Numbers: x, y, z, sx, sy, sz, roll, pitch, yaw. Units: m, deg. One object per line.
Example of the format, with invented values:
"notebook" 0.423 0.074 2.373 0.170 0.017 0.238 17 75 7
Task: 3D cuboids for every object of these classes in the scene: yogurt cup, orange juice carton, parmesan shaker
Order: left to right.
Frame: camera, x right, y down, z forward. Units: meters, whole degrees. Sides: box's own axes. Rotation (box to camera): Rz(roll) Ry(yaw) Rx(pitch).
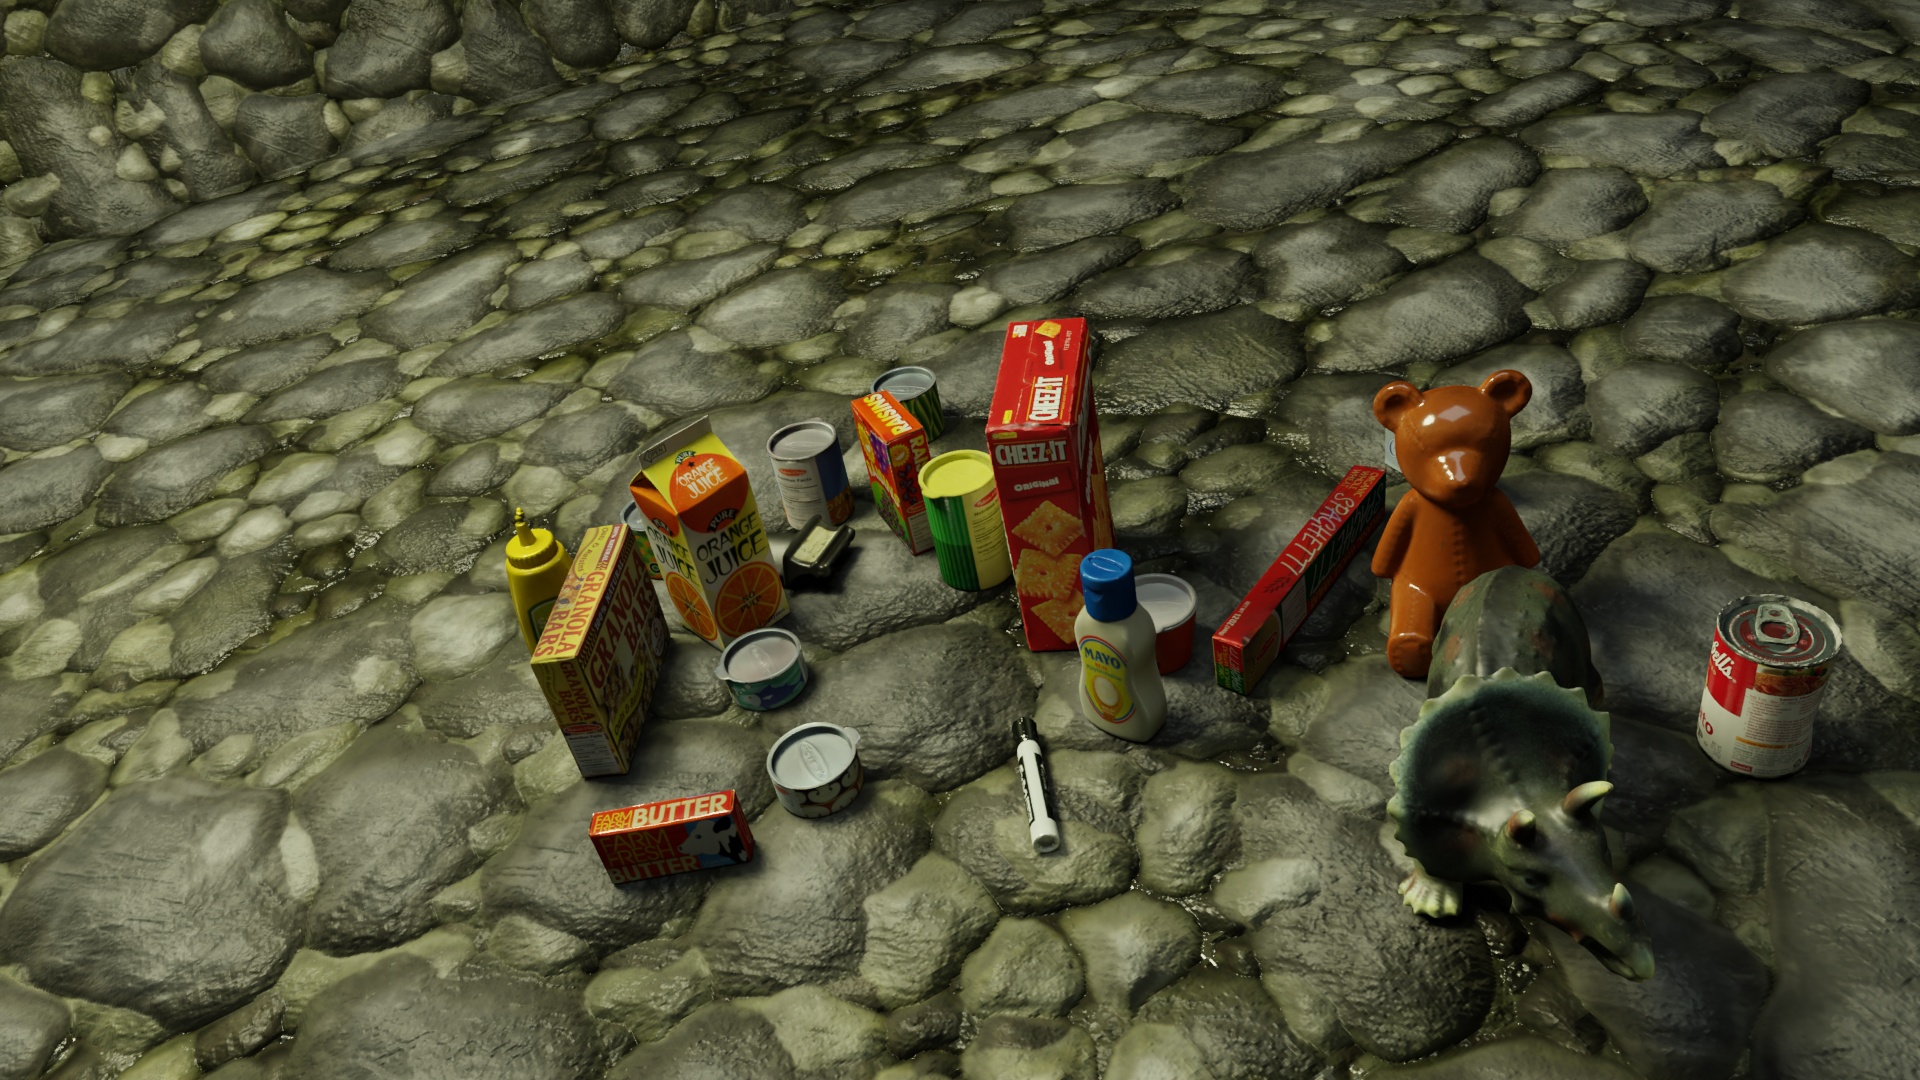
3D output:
"orange juice carton" -0.210 -0.008 1.147 0.072 0.191 0.073 -36 42 -30
"parmesan shaker" 0.004 -0.015 1.174 0.071 0.102 0.072 -8 36 6
"yogurt cup" 0.149 0.066 1.066 0.072 0.053 0.073 -8 36 6

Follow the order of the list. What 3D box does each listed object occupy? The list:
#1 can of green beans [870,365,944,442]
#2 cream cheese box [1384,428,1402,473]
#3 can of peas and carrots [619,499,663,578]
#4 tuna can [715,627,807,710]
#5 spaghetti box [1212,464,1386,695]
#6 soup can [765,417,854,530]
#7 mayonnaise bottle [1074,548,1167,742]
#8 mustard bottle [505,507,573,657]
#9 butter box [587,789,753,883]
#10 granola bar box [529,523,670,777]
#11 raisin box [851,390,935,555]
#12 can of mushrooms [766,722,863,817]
"can of green beans" -0.052 -0.134 1.390 0.071 0.057 0.071 -8 36 6
"cream cheese box" 0.404 -0.070 1.181 0.024 0.053 0.104 -24 38 -17
"can of peas and carrots" -0.271 -0.005 1.275 0.071 0.058 0.071 -8 36 6
"tuna can" -0.160 0.105 1.117 0.071 0.032 0.071 -8 36 6
"spaghetti box" 0.271 0.025 1.091 0.029 0.050 0.251 17 45 34
"soup can" -0.137 -0.061 1.293 0.071 0.083 0.072 -8 36 6
"mayonnaise bottle" 0.110 0.074 0.985 0.065 0.147 0.041 19 46 36
"mustard bottle" -0.340 0.041 1.144 0.065 0.159 0.049 -21 37 -13
"butter box" -0.202 0.208 0.971 0.103 0.052 0.024 -10 36 3
"granola bar box" -0.279 0.085 1.099 0.039 0.123 0.166 -6 36 7
"raisin box" -0.055 -0.061 1.236 0.040 0.122 0.086 -22 37 -14
"can of mushrooms" -0.103 0.167 1.016 0.071 0.033 0.071 -8 36 6
